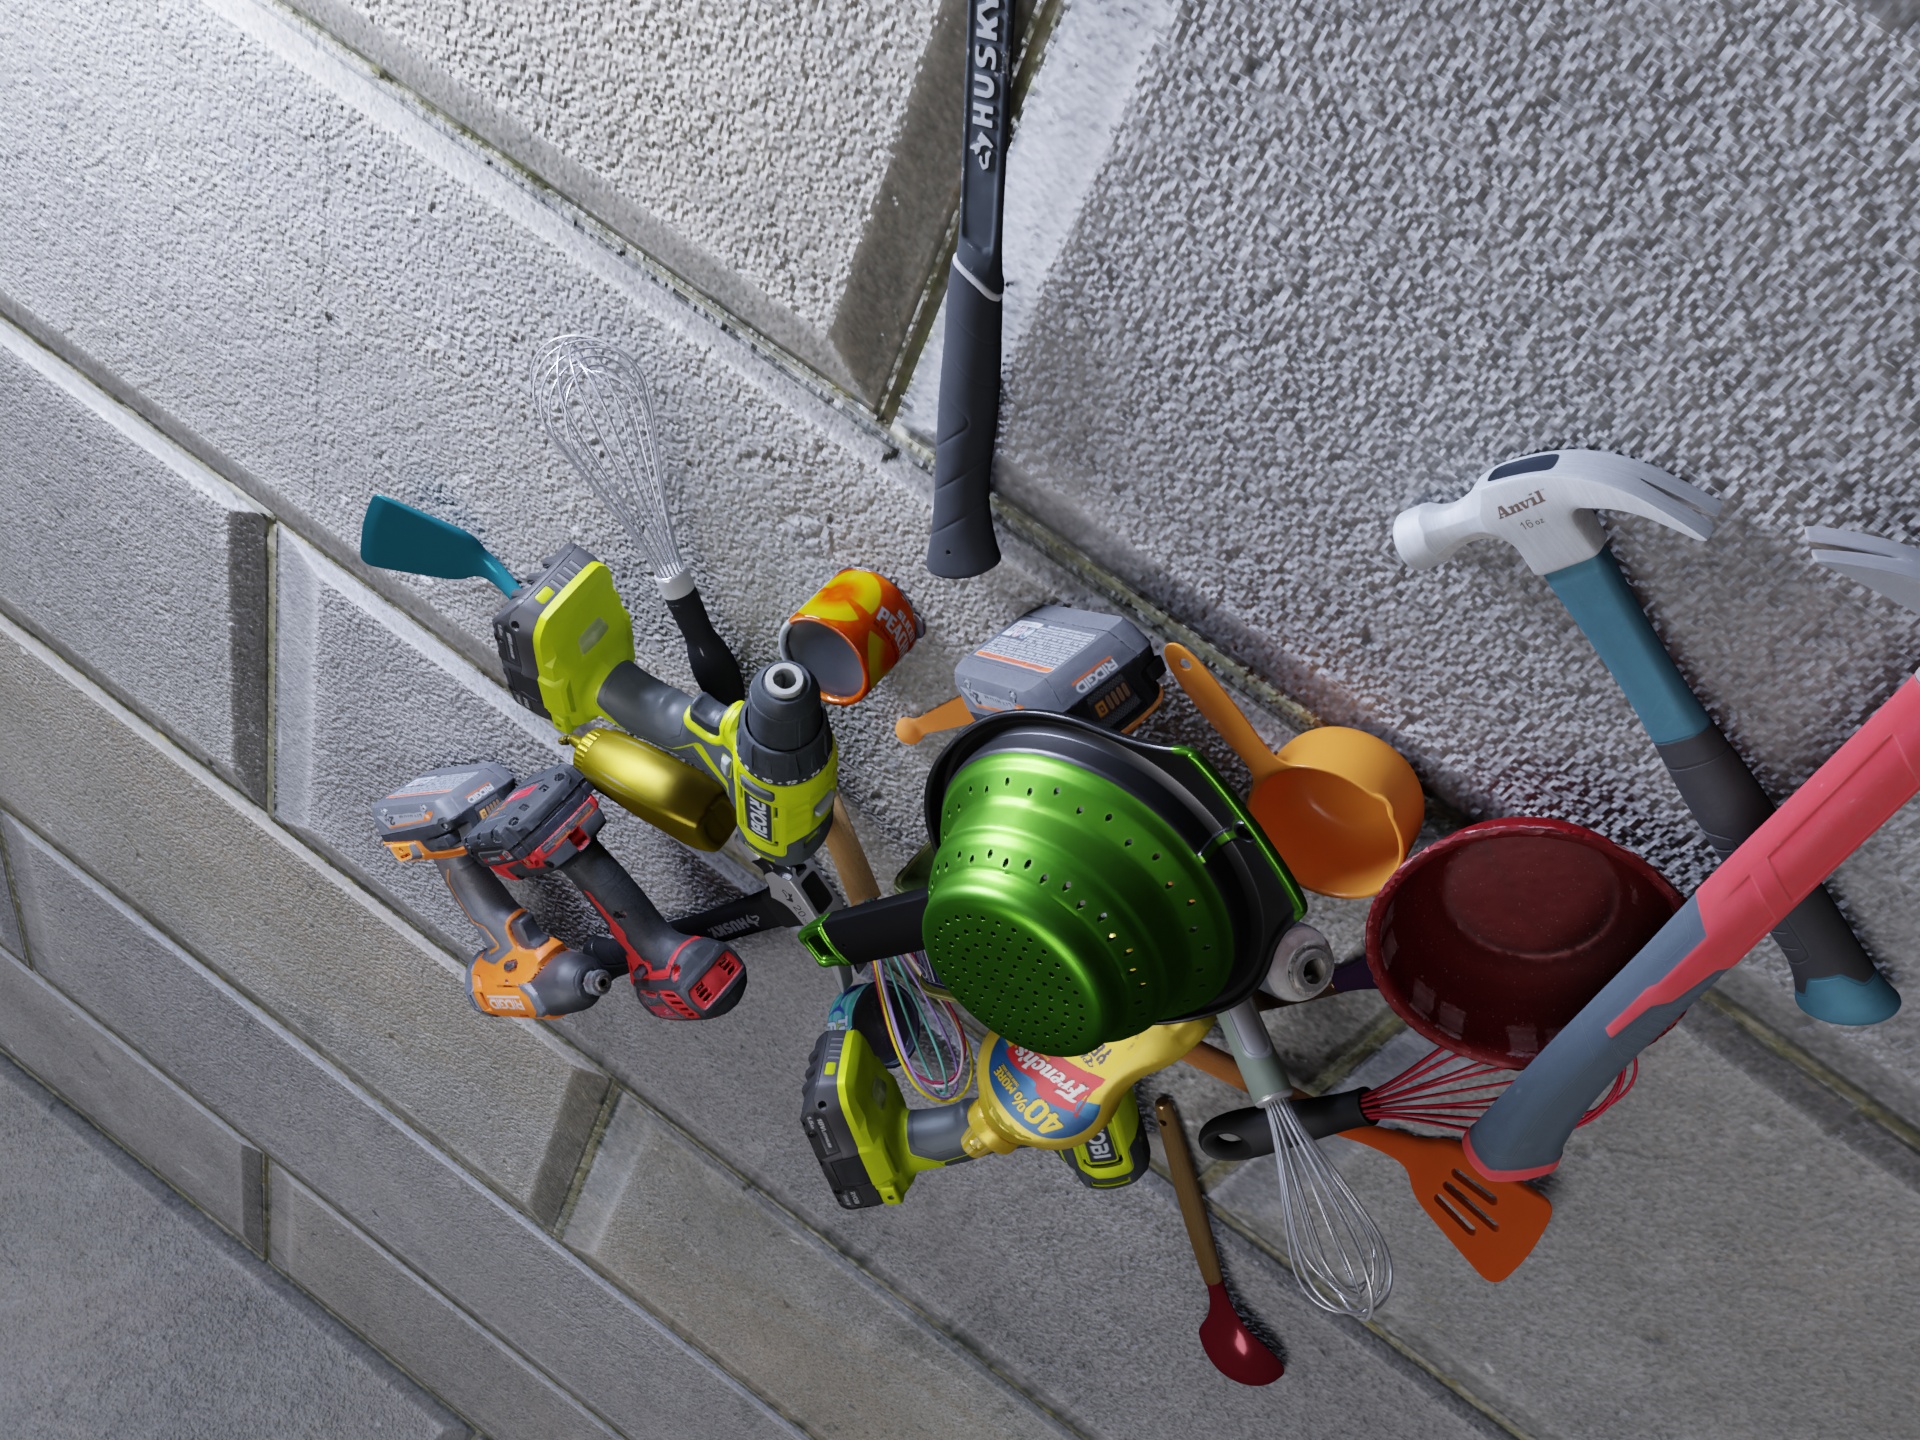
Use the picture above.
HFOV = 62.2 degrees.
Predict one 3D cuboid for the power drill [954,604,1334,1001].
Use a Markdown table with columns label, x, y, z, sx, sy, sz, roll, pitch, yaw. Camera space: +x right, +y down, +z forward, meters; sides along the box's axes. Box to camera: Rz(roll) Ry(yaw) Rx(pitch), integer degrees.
| label | x | y | z | sx | sy | sz | roll | pitch | yaw |
| --- | --- | --- | --- | --- | --- | --- | --- | --- | --- |
| power drill | 0.105 | 0.053 | 0.871 | 0.226 | 0.084 | 0.185 | 58 | 165 | -20 |

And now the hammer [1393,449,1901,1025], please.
| label | x | y | z | sx | sy | sz | roll | pitch | yaw |
| --- | --- | --- | --- | --- | --- | --- | --- | --- | --- |
| hammer | 0.342 | 0.015 | 0.742 | 0.128 | 0.033 | 0.331 | -23 | 110 | 46 |

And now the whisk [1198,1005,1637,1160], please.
| label | x | y | z | sx | sy | sz | roll | pitch | yaw |
| --- | --- | --- | --- | --- | --- | --- | --- | --- | --- |
| whisk | 0.257 | 0.223 | 0.939 | 0.296 | 0.073 | 0.073 | -28 | 106 | 41 |

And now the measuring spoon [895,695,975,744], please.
| label | x | y | z | sx | sy | sz | roll | pitch | yaw |
| --- | --- | --- | --- | --- | --- | --- | --- | --- | --- |
| measuring spoon | -0.002 | -0.003 | 0.994 | 0.117 | 0.011 | 0.021 | -19 | 112 | 44 |

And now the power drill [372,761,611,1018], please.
| label | x | y | z | sx | sy | sz | roll | pitch | yaw |
| --- | --- | --- | --- | --- | --- | --- | --- | --- | --- |
| power drill | -0.384 | 0.151 | 1.336 | 0.164 | 0.084 | 0.226 | -6 | 113 | 39 |

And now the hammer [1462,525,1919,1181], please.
| label | x | y | z | sx | sy | sz | roll | pitch | yaw |
| --- | --- | --- | --- | --- | --- | --- | --- | --- | --- |
| hammer | 0.336 | 0.089 | 0.736 | 0.143 | 0.038 | 0.386 | 28 | 127 | 2 |

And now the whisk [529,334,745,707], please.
| label | x | y | z | sx | sy | sz | roll | pitch | yaw |
| --- | --- | --- | --- | --- | --- | --- | --- | --- | --- |
| whisk | -0.195 | -0.115 | 1.012 | 0.070 | 0.070 | 0.284 | 7 | 133 | 32 |

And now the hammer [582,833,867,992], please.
| label | x | y | z | sx | sy | sz | roll | pitch | yaw |
| --- | --- | --- | --- | --- | --- | --- | --- | --- | --- |
| hammer | -0.208 | 0.175 | 1.281 | 0.335 | 0.035 | 0.146 | -23 | 109 | 45 |

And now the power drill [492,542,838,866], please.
| label | x | y | z | sx | sy | sz | roll | pitch | yaw |
| --- | --- | --- | --- | --- | --- | --- | --- | --- | --- |
| power drill | -0.177 | -0.015 | 1.001 | 0.228 | 0.080 | 0.190 | 30 | 151 | 12 |

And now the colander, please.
| label | x | y | z | sx | sy | sz | roll | pitch | yaw |
| --- | --- | --- | --- | --- | --- | --- | --- | --- | --- |
| colander | 0.000 | 0.122 | 0.872 | 0.204 | 0.094 | 0.397 | 53 | 142 | -12 |

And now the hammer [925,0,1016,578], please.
| label | x | y | z | sx | sy | sz | roll | pitch | yaw |
| --- | --- | --- | --- | --- | --- | --- | --- | --- | --- |
| hammer | 0.005 | -0.236 | 0.773 | 0.149 | 0.036 | 0.408 | 23 | 136 | 20 |

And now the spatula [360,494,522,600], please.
| label | x | y | z | sx | sy | sz | roll | pitch | yaw |
| --- | --- | --- | --- | --- | --- | --- | --- | --- | --- |
| spatula | -0.291 | -0.051 | 1.142 | 0.317 | 0.044 | 0.082 | 39 | 139 | 0 |

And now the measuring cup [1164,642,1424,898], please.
| label | x | y | z | sx | sy | sz | roll | pitch | yaw |
| --- | --- | --- | --- | --- | --- | --- | --- | --- | --- |
| measuring cup | 0.176 | 0.014 | 0.851 | 0.173 | 0.052 | 0.095 | 49 | 139 | -4 |

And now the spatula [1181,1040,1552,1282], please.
| label | x | y | z | sx | sy | sz | roll | pitch | yaw |
| --- | --- | --- | --- | --- | --- | --- | --- | --- | --- |
| spatula | 0.213 | 0.250 | 1.018 | 0.322 | 0.041 | 0.081 | 25 | 124 | 9 |

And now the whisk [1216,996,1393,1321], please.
| label | x | y | z | sx | sy | sz | roll | pitch | yaw |
| --- | --- | --- | --- | --- | --- | --- | --- | --- | --- |
| whisk | 0.189 | 0.231 | 0.942 | 0.059 | 0.058 | 0.247 | 101 | 151 | -61 |

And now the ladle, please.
| label | x | y | z | sx | sy | sz | roll | pitch | yaw |
| --- | --- | --- | --- | --- | --- | --- | --- | --- | --- |
| ladle | 0.186 | 0.399 | 1.192 | 0.069 | 0.031 | 0.315 | 4 | 125 | 35 |

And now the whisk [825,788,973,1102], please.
| label | x | y | z | sx | sy | sz | roll | pitch | yaw |
| --- | --- | --- | --- | --- | --- | --- | --- | --- | --- |
| whisk | -0.052 | 0.141 | 1.070 | 0.051 | 0.047 | 0.245 | 94 | 153 | -74 |

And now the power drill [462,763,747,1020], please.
| label | x | y | z | sx | sy | sz | roll | pitch | yaw |
| --- | --- | --- | --- | --- | --- | --- | --- | --- | --- |
| power drill | -0.267 | 0.141 | 1.211 | 0.219 | 0.078 | 0.143 | 50 | 151 | -15 |

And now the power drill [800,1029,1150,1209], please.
| label | x | y | z | sx | sy | sz | roll | pitch | yaw |
| --- | --- | --- | --- | --- | --- | --- | --- | --- | --- |
| power drill | 0.009 | 0.266 | 1.124 | 0.223 | 0.080 | 0.171 | -11 | 122 | 12 |

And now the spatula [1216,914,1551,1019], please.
| label | x | y | z | sx | sy | sz | roll | pitch | yaw |
| --- | --- | --- | --- | --- | --- | --- | --- | --- | --- |
| spatula | 0.213 | 0.165 | 0.976 | 0.059 | 0.018 | 0.316 | 45 | 139 | -20 |
